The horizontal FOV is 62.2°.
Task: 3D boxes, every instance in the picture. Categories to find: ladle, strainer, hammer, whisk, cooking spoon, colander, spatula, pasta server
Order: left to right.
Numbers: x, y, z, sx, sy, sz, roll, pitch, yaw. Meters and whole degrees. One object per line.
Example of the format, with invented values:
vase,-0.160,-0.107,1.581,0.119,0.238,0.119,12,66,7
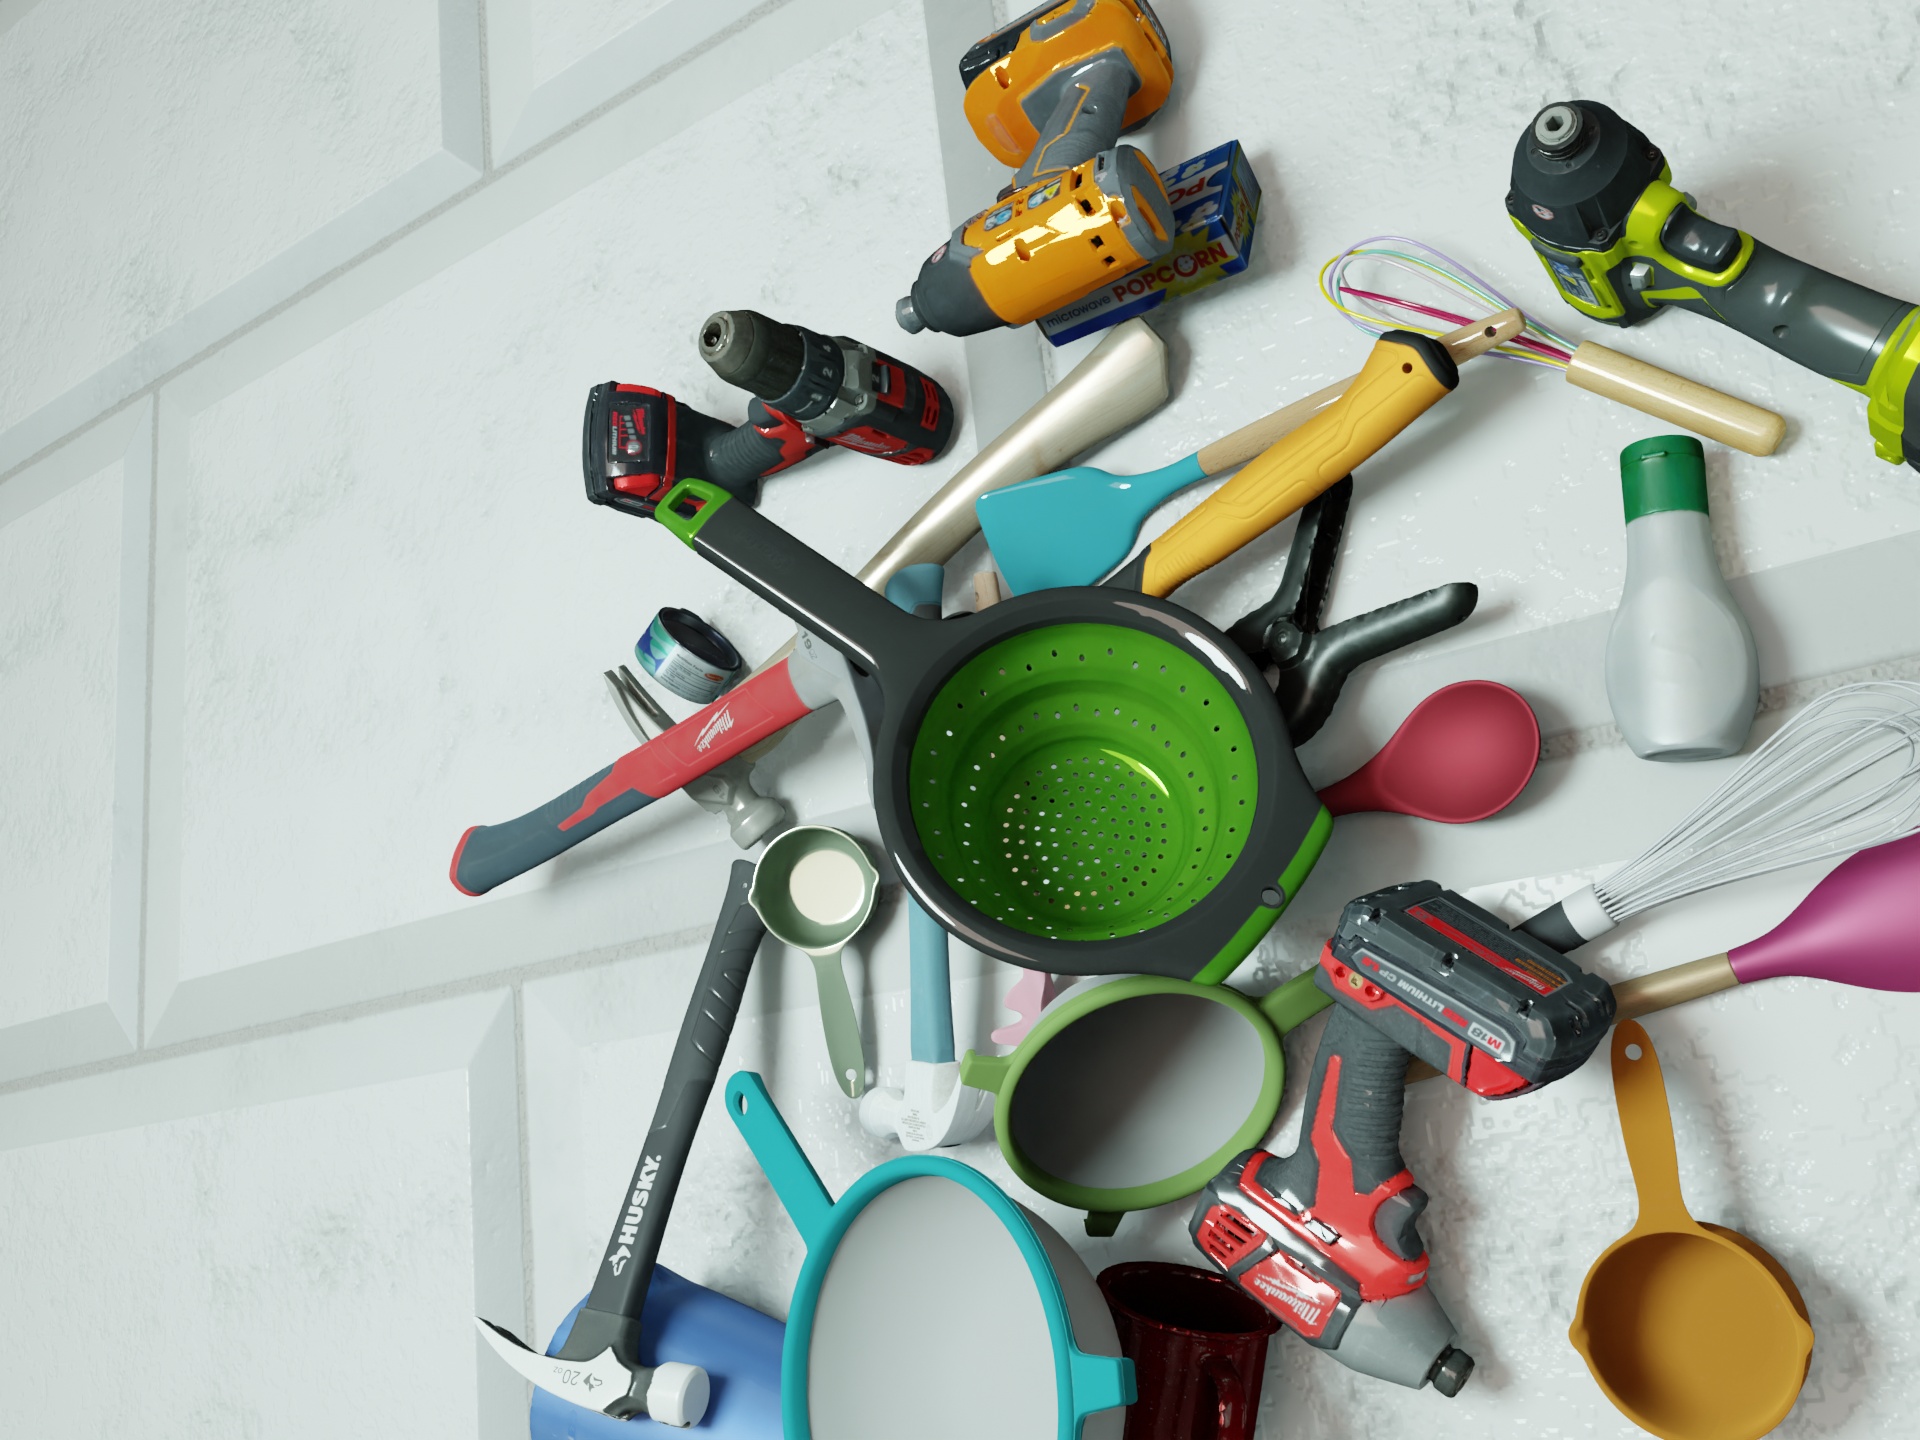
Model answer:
hammer,-0.192,0.049,0.986,0.386,0.038,0.143,-28,79,35
hammer,-0.173,0.234,0.948,0.146,0.035,0.335,0,57,24
hammer,-0.042,-0.100,0.972,0.410,0.038,0.146,-42,91,17
strainer,-0.021,0.291,0.812,0.341,0.095,0.211,42,111,50
hammer,-0.021,0.077,0.905,0.128,0.033,0.331,-9,82,57
colander,-0.001,-0.003,0.833,0.397,0.094,0.204,35,73,19
pasta server,0.026,0.075,0.882,0.060,0.040,0.316,172,91,-65
hammer,0.122,-0.083,0.847,0.337,0.034,0.127,-38,71,32
strainer,0.130,0.146,0.811,0.256,0.151,0.069,-32,30,5
spatula,0.149,-0.144,0.853,0.317,0.044,0.082,-22,96,38
ladle,0.156,0.059,0.840,0.315,0.031,0.069,-25,65,31
whisk,0.283,-0.183,0.788,0.245,0.047,0.051,33,127,30
whisk,0.311,0.070,0.713,0.284,0.070,0.070,-37,62,29
cooking spoon,0.323,0.120,0.717,0.319,0.017,0.069,-26,69,28

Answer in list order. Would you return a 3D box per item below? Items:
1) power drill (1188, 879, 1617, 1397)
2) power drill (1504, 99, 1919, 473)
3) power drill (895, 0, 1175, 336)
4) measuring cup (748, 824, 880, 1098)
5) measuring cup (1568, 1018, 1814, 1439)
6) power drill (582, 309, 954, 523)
power drill,0.202,0.197,0.732,0.143,0.078,0.219,33,115,34
power drill,0.342,-0.188,0.673,0.223,0.171,0.080,37,102,30
power drill,0.042,-0.313,0.907,0.164,0.084,0.227,-19,46,31
measuring cup,-0.078,0.146,0.977,0.083,0.038,0.167,-12,87,8
measuring cup,0.310,0.218,0.688,0.095,0.052,0.174,-15,71,32
power drill,-0.142,-0.191,0.998,0.227,0.187,0.080,-9,77,37
